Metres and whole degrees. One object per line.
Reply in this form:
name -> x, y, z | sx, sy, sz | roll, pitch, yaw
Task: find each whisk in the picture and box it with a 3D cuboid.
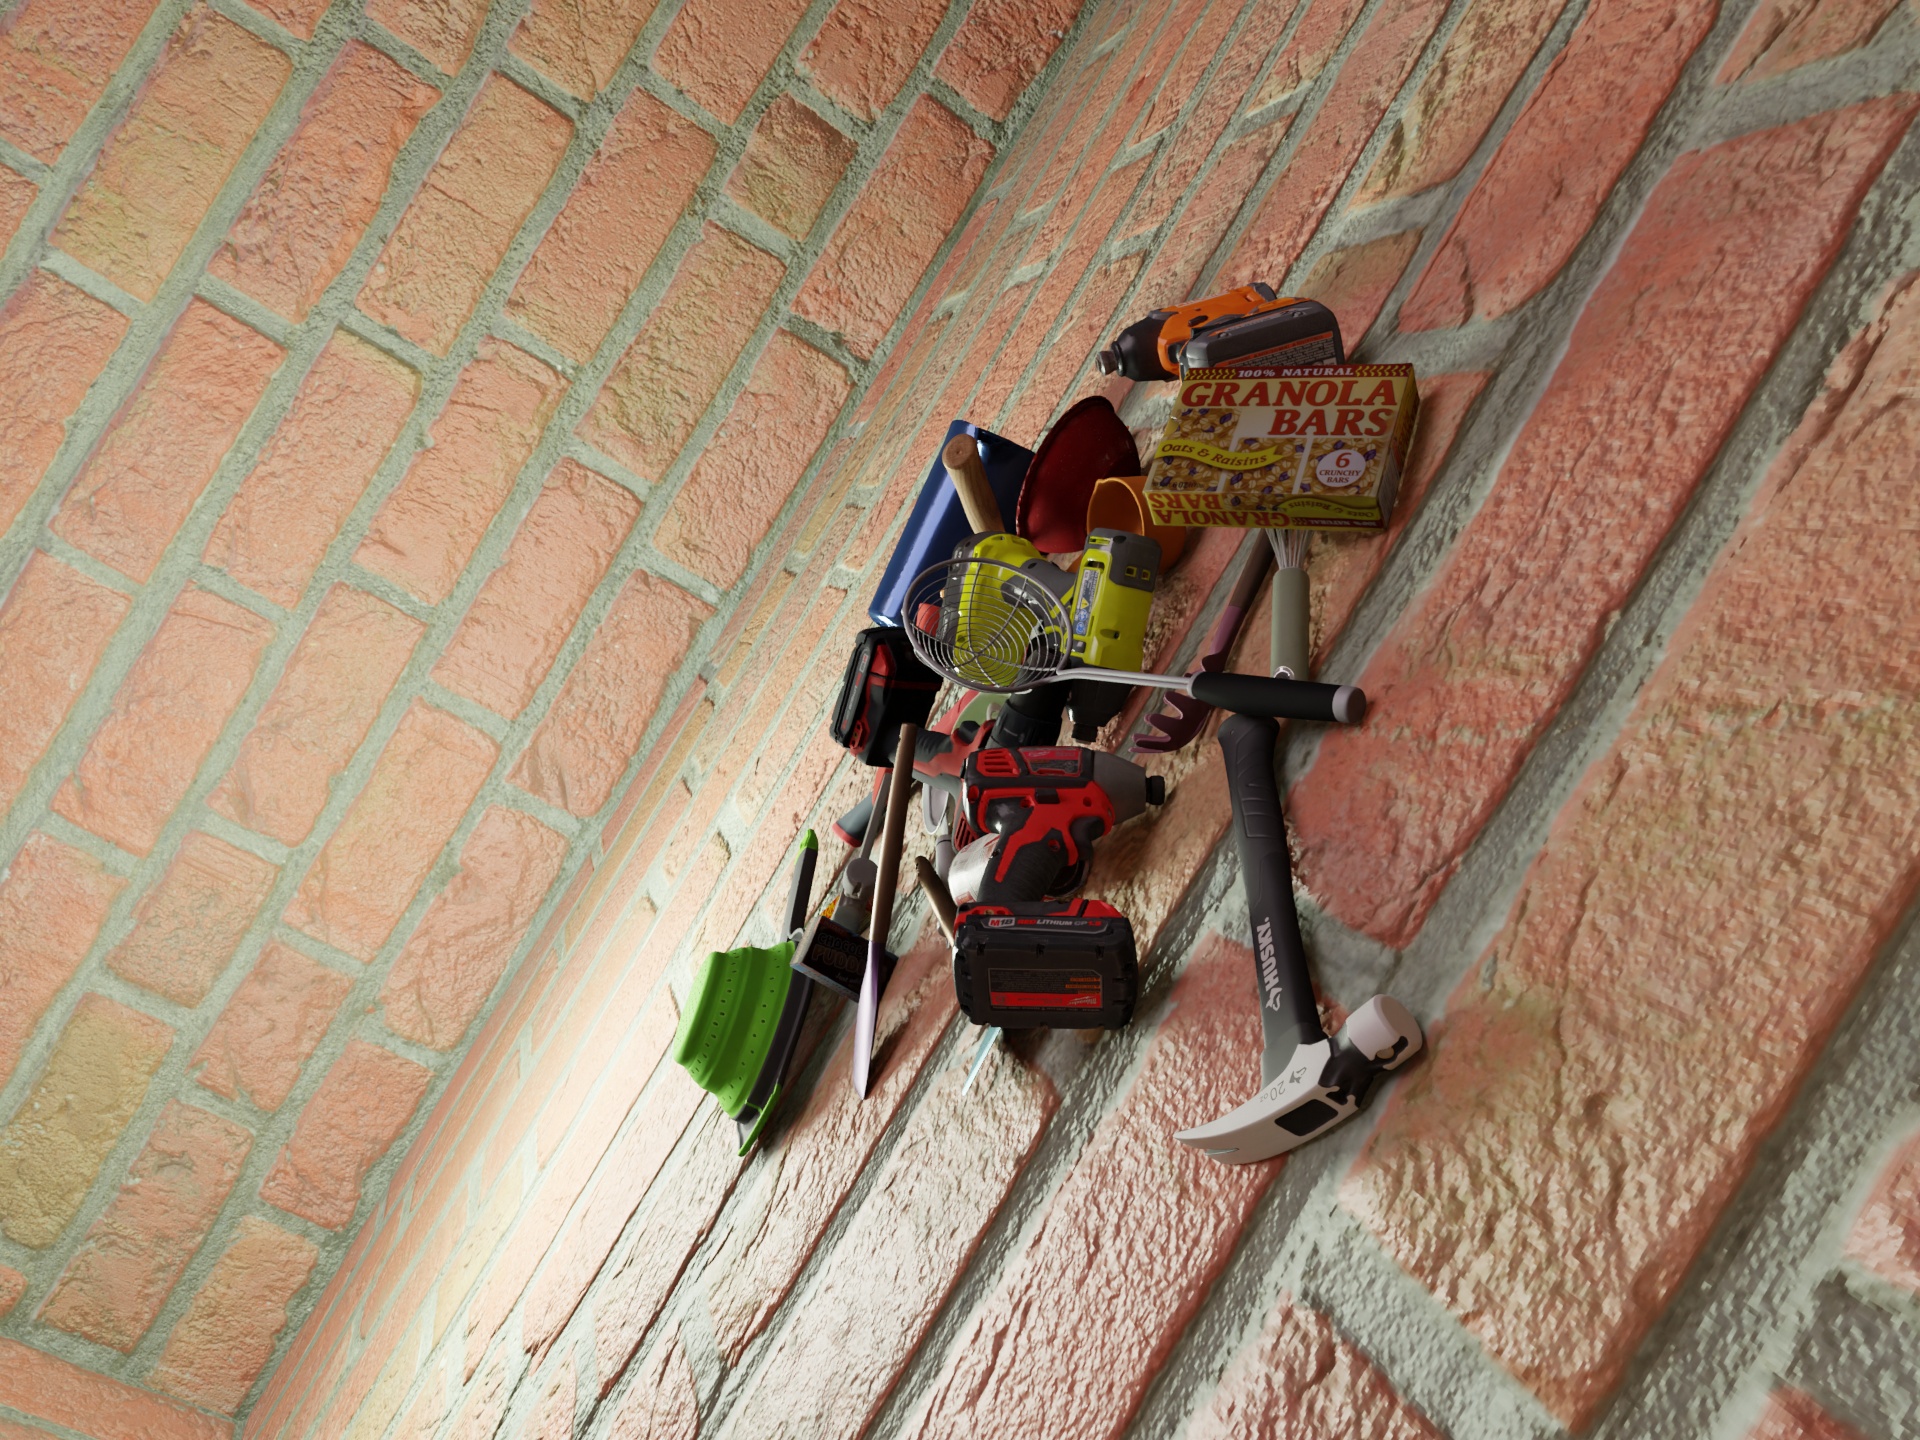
whisk -> 0.228, -0.102, 1.095 | 0.058, 0.059, 0.247 | -22, 42, 35

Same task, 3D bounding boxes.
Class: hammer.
hammer -> -0.065, 0.038, 1.524 | 0.149, 0.036, 0.359 | 114, 173, -57
hammer -> 0.025, -0.183, 1.512 | 0.130, 0.031, 0.331 | -60, -17, -9
hammer -> -0.011, 0.001, 1.586 | 0.386, 0.038, 0.143 | -45, 21, 37
hammer -> 0.174, 0.103, 0.916 | 0.146, 0.035, 0.335 | -48, 20, 29

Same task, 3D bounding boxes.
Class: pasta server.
pasta server -> 0.207, -0.107, 1.169 | 0.316, 0.040, 0.060 | -63, -1, -17

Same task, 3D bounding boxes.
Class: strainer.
strainer -> -0.011, 0.106, 1.411 | 0.259, 0.050, 0.086 | -92, 17, -50

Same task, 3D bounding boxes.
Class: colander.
colander -> -0.209, 0.236, 1.580 | 0.397, 0.094, 0.204 | -85, 20, -53

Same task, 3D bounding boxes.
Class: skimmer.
skimmer -> 0.108, -0.055, 1.074 | 0.127, 0.090, 0.363 | -35, 28, -33

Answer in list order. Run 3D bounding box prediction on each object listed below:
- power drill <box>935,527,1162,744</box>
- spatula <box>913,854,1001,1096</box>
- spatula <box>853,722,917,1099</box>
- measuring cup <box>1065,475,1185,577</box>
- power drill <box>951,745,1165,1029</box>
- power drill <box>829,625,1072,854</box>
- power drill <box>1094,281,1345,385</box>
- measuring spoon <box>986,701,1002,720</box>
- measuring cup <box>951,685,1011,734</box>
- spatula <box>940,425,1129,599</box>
power drill -> 0.071, -0.078, 1.342 | 0.223, 0.080, 0.171 | 17, 96, 57
spatula -> -0.003, 0.175, 1.232 | 0.082, 0.044, 0.318 | -64, 23, 13
spatula -> -0.065, 0.157, 1.321 | 0.060, 0.018, 0.316 | -149, 67, -72
measuring cup -> 0.136, -0.147, 1.377 | 0.173, 0.052, 0.095 | -48, 56, 60
power drill -> 0.067, 0.099, 1.069 | 0.220, 0.143, 0.078 | -82, -10, -51
power drill -> -0.002, -0.004, 1.323 | 0.227, 0.080, 0.187 | 37, 116, 43
power drill -> 0.208, -0.301, 1.308 | 0.164, 0.084, 0.227 | -16, 23, -2
measuring spoon -> 0.037, 0.029, 1.368 | 0.034, 0.018, 0.124 | -34, 47, 21
measuring cup -> 0.064, -0.010, 1.418 | 0.167, 0.038, 0.083 | -30, 35, 30
spatula -> 0.075, -0.193, 1.532 | 0.322, 0.041, 0.081 | -39, -8, -42
